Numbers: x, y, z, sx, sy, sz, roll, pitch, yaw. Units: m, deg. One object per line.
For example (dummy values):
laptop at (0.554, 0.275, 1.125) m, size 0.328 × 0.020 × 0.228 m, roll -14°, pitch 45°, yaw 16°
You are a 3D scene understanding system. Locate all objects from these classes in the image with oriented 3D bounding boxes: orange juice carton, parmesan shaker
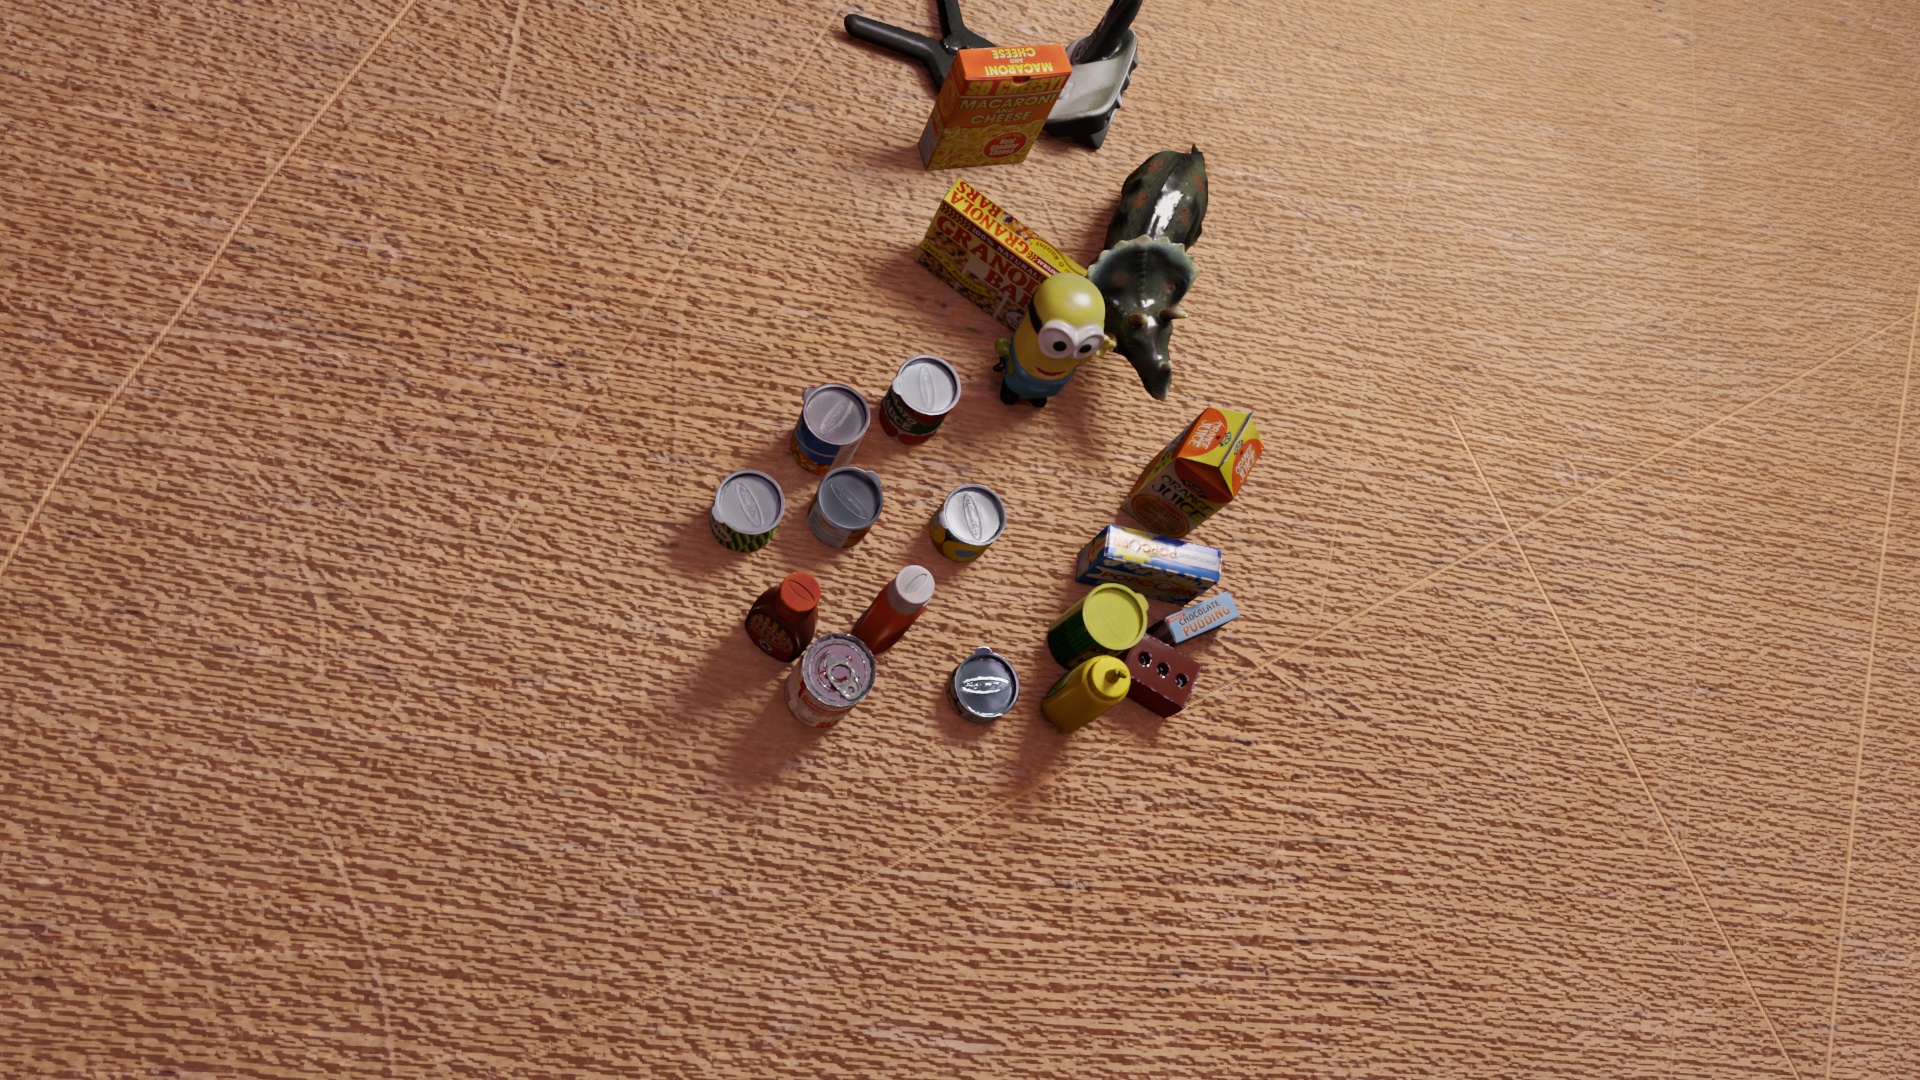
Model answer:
orange juice carton at (0.242, -0.070, 1.416) m, size 0.073 × 0.192 × 0.072 m, roll 36°, pitch 65°, yaw -2°
parmesan shaker at (0.136, 0.088, 1.376) m, size 0.071 × 0.102 × 0.071 m, roll 6°, pitch 70°, yaw -15°

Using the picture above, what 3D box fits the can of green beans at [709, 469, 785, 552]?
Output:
can of green beans at (-0.206, -0.028, 1.339) m, size 0.071 × 0.057 × 0.071 m, roll 6°, pitch 69°, yaw -15°

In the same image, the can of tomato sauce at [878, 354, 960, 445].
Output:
can of tomato sauce at (-0.045, -0.142, 1.415) m, size 0.071 × 0.082 × 0.071 m, roll 6°, pitch 70°, yaw -15°

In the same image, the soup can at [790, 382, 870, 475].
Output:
soup can at (-0.132, -0.111, 1.377) m, size 0.071 × 0.083 × 0.071 m, roll 6°, pitch 70°, yaw -15°

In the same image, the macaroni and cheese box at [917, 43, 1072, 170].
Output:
macaroni and cheese box at (0.035, -0.469, 1.513) m, size 0.124 × 0.165 × 0.040 m, roll -11°, pitch 75°, yaw -20°

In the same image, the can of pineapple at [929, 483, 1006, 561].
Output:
can of pineapple at (0.005, -0.018, 1.399) m, size 0.071 × 0.057 × 0.071 m, roll 6°, pitch 69°, yaw -15°

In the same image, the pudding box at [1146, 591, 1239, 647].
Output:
pudding box at (0.241, 0.085, 1.438) m, size 0.084 × 0.049 × 0.030 m, roll -20°, pitch 78°, yaw -22°

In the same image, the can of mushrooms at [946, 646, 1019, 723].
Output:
can of mushrooms at (0.022, 0.142, 1.359) m, size 0.071 × 0.033 × 0.071 m, roll 6°, pitch 69°, yaw -15°

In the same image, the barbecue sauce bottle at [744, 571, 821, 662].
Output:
barbecue sauce bottle at (-0.158, 0.067, 1.269) m, size 0.065 × 0.148 × 0.044 m, roll 40°, pitch 65°, yaw 0°

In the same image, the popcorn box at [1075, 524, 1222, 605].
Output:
popcorn box at (0.192, 0.026, 1.425) m, size 0.127 × 0.085 × 0.038 m, roll 13°, pitch 68°, yaw -12°

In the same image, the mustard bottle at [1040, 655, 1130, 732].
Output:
mustard bottle at (0.126, 0.140, 1.322) m, size 0.049 × 0.159 × 0.065 m, roll 44°, pitch 65°, yaw 2°

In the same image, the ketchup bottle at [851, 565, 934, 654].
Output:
ketchup bottle at (-0.059, 0.063, 1.300) m, size 0.043 × 0.148 × 0.065 m, roll 47°, pitch 65°, yaw 3°

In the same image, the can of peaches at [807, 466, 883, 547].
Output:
can of peaches at (-0.112, -0.033, 1.369) m, size 0.071 × 0.058 × 0.071 m, roll 6°, pitch 69°, yaw -15°

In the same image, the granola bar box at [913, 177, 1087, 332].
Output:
granola bar box at (0.040, -0.292, 1.473) m, size 0.165 × 0.123 × 0.039 m, roll 36°, pitch 65°, yaw -2°
